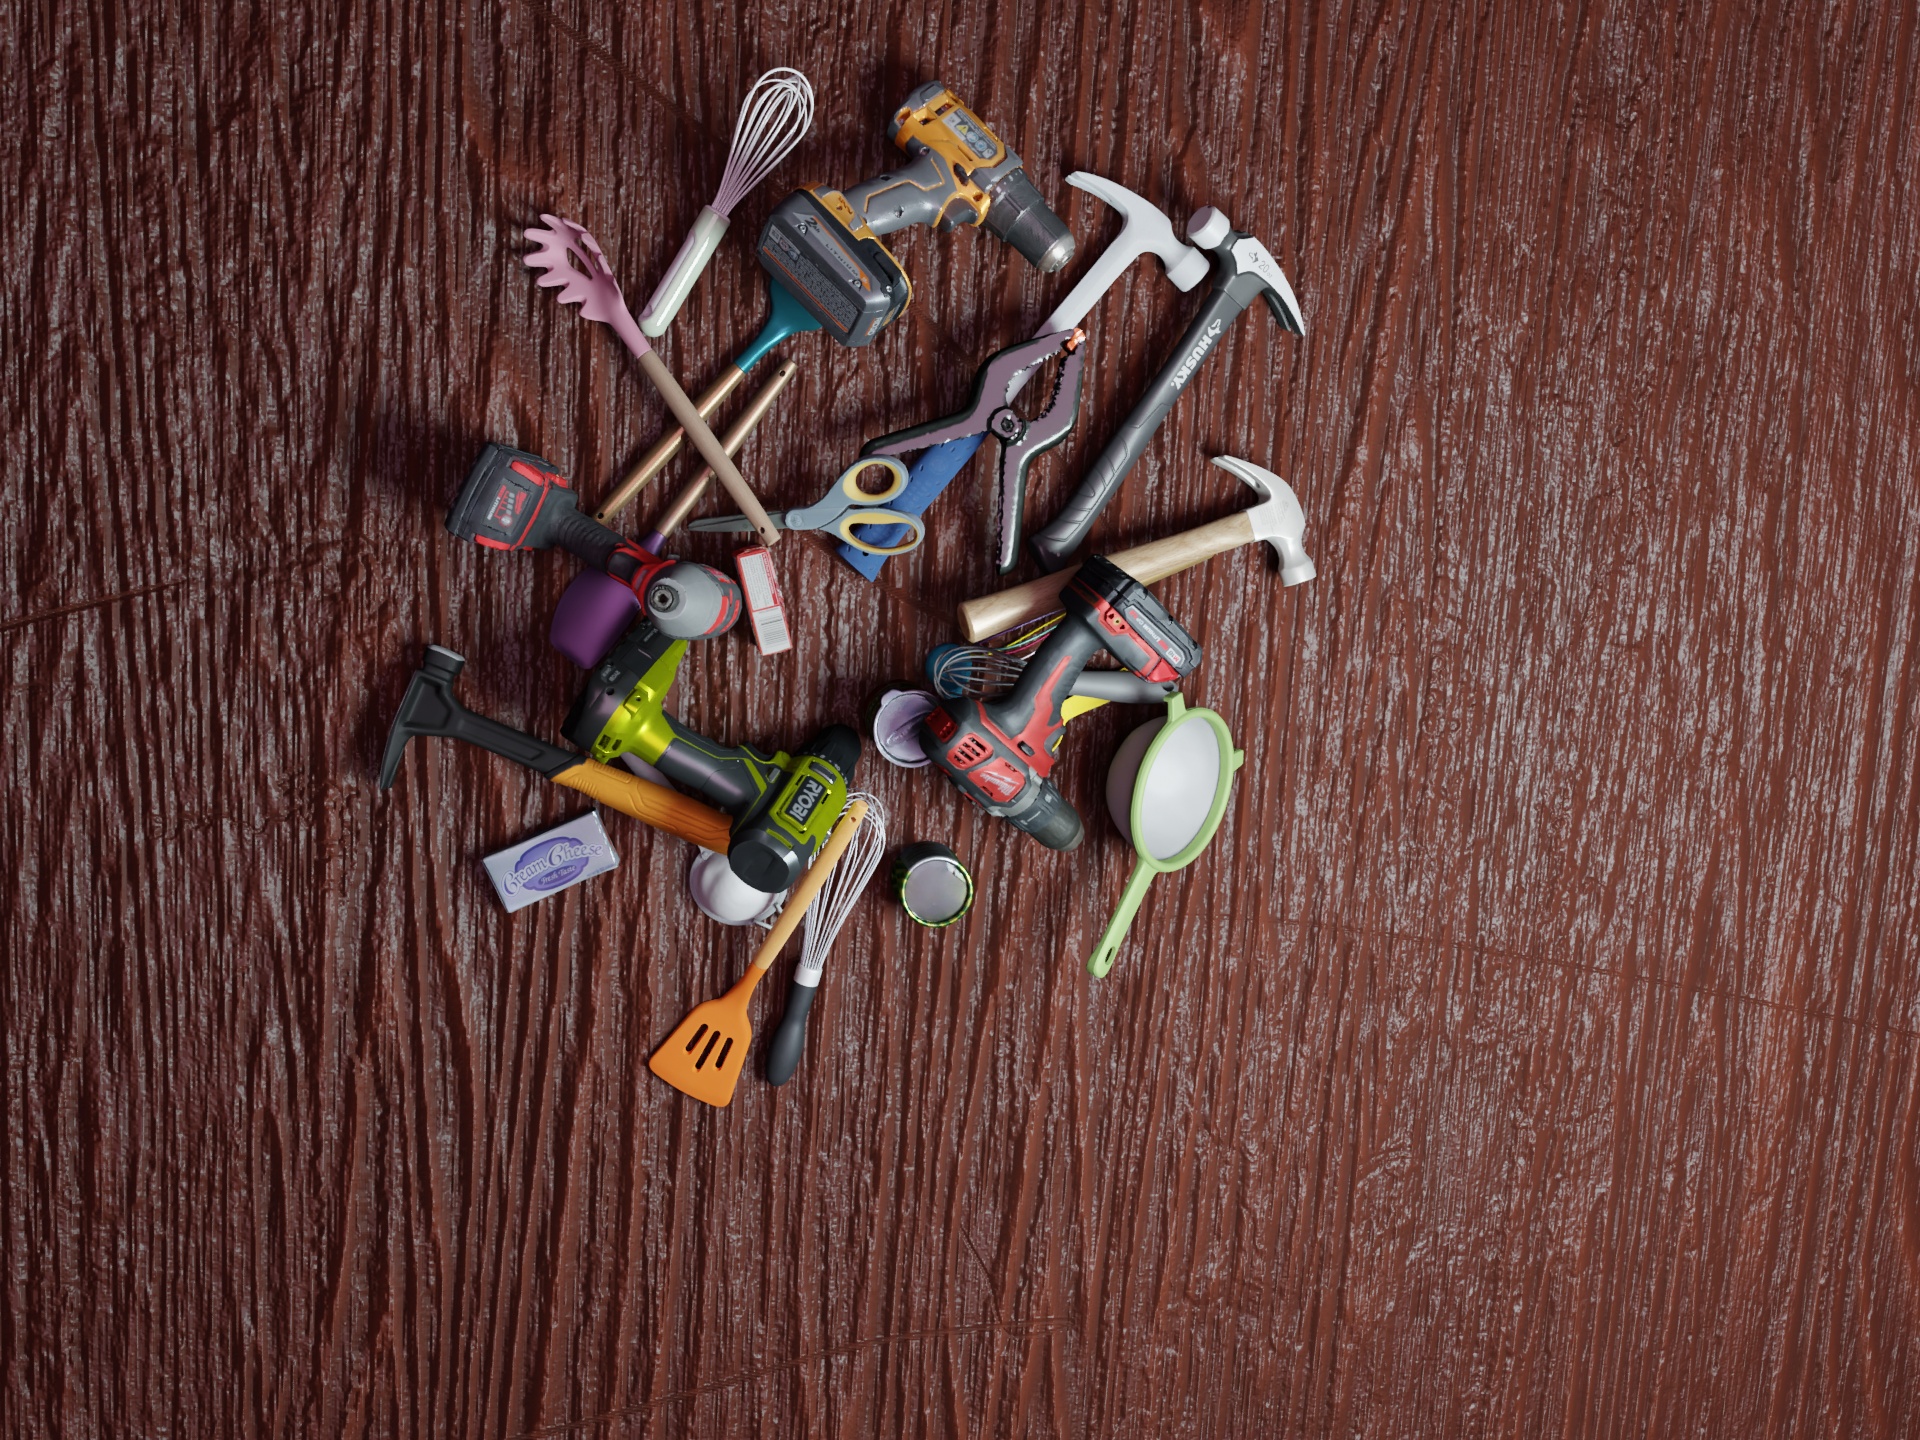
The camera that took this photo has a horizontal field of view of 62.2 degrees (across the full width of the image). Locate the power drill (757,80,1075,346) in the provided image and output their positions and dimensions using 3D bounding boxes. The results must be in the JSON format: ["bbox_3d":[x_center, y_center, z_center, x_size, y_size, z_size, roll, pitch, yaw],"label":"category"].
[{"bbox_3d":[-0.028,-0.395,1.283,0.185,0.084,0.226,45,63,-1],"label":"power drill"}]

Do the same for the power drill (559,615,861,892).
[{"bbox_3d":[-0.195,0.018,1.321,0.228,0.191,0.080,36,128,-5],"label":"power drill"}]

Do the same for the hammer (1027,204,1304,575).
[{"bbox_3d":[0.168,-0.266,1.390,0.146,0.035,0.335,30,98,-33],"label":"hammer"}]

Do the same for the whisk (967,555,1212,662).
[{"bbox_3d":[0.116,-0.110,1.417,0.245,0.051,0.047,-23,129,-11],"label":"whisk"}]

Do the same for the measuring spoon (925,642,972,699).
[{"bbox_3d":[-0.002,-0.005,1.414,0.042,0.021,0.128,-10,99,-9],"label":"measuring spoon"}]

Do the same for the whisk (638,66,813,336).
[{"bbox_3d":[-0.196,-0.424,1.308,0.059,0.058,0.246,27,97,-43],"label":"whisk"}]

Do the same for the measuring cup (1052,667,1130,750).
[{"bbox_3d":[0.104,-0.015,1.436,0.156,0.029,0.062,-26,96,-18],"label":"measuring cup"}]

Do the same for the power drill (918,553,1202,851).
[{"bbox_3d":[0.095,-0.005,1.341,0.226,0.080,0.187,-46,124,3],"label":"power drill"}]

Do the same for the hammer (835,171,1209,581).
[{"bbox_3d":[0.034,-0.291,1.373,0.144,0.035,0.405,41,89,-14],"label":"hammer"}]

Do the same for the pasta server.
[{"bbox_3d":[-0.246,-0.275,1.300,0.060,0.040,0.316,-32,95,29],"label":"pasta server"}]

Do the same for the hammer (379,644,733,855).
[{"bbox_3d":[-0.311,0.057,1.335,0.337,0.034,0.127,22,88,-5],"label":"hammer"}]

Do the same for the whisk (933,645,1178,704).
[{"bbox_3d":[0.086,-0.032,1.392,0.239,0.055,0.055,3,98,-22],"label":"whisk"}]

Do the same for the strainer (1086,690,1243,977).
[{"bbox_3d":[0.154,0.102,1.417,0.151,0.069,0.256,36,77,-49],"label":"strainer"}]

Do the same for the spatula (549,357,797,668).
[{"bbox_3d":[-0.241,-0.181,1.348,0.059,0.018,0.316,38,91,-7],"label":"spatula"}]

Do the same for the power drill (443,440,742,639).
[{"bbox_3d":[-0.285,-0.133,1.262,0.219,0.143,0.078,29,96,4],"label":"power drill"}]

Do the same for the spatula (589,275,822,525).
[{"bbox_3d":[-0.205,-0.278,1.327,0.082,0.044,0.317,42,90,-2],"label":"spatula"}]

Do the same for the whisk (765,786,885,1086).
[{"bbox_3d":[-0.125,0.195,1.406,0.070,0.070,0.284,15,100,-12],"label":"whisk"}]

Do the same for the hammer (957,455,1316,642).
[{"bbox_3d":[0.151,-0.138,1.384,0.331,0.031,0.130,-20,96,-16],"label":"hammer"}]

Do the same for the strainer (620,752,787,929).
[{"bbox_3d":[-0.236,0.092,1.379,0.087,0.050,0.258,-36,100,11],"label":"strainer"}]

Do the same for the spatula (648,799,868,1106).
[{"bbox_3d":[-0.164,0.198,1.376,0.081,0.041,0.322,31,112,-5],"label":"spatula"}]
